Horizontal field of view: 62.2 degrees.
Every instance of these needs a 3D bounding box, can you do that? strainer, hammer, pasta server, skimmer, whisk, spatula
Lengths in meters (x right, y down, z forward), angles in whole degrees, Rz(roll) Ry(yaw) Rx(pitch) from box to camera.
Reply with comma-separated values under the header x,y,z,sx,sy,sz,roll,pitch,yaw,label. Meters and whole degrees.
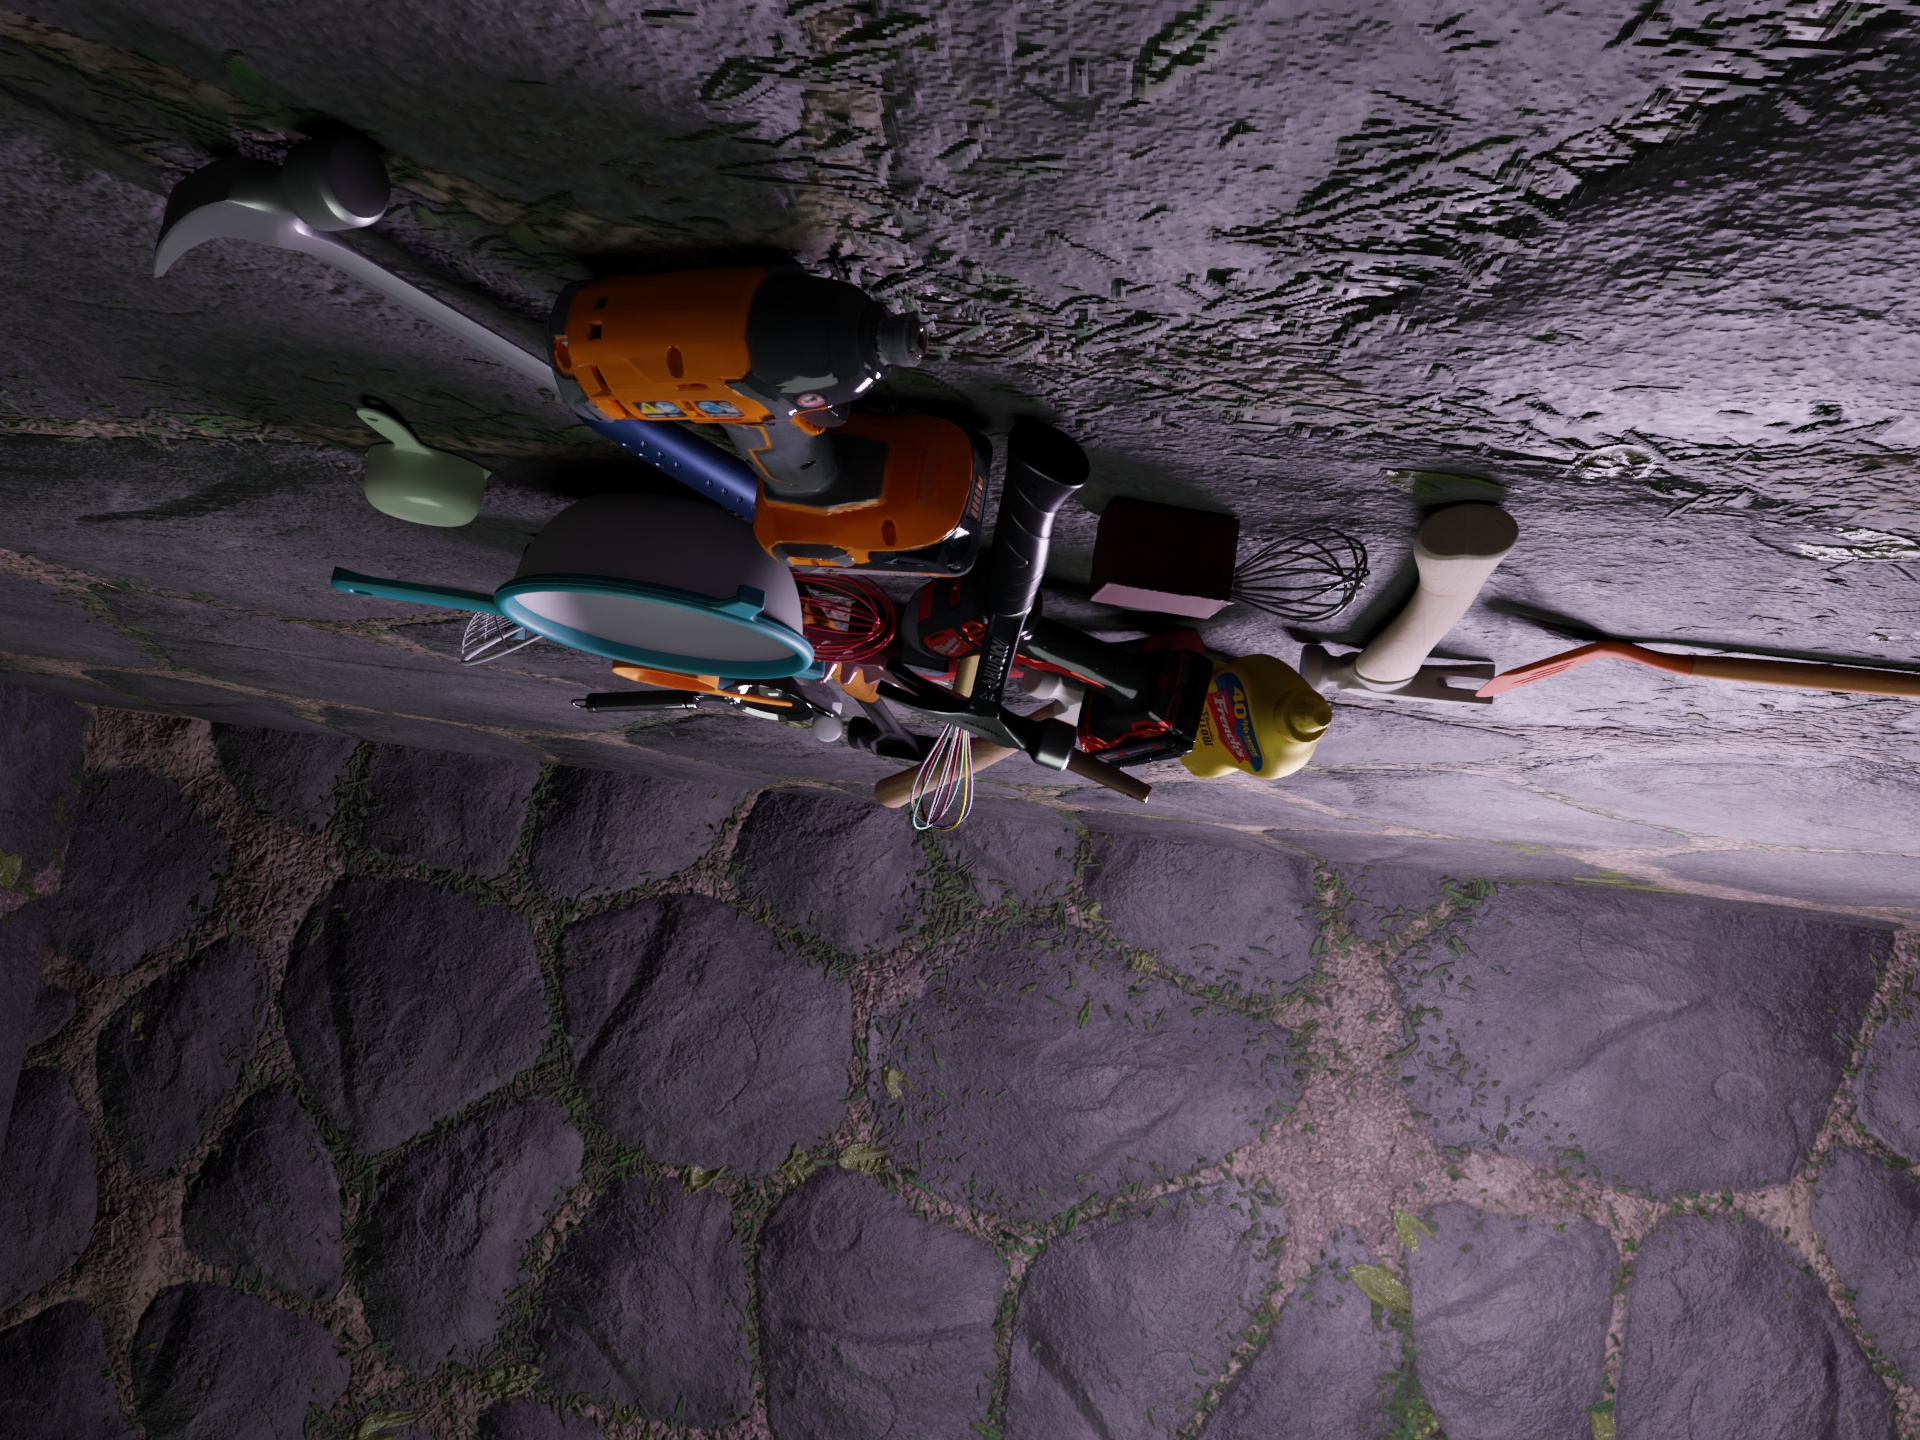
x,y,z,sx,sy,sz,roll,pitch,yaw,label
-0.237,-0.022,1.449,0.258,0.050,0.086,-2,157,14,strainer
0.025,-0.069,0.989,0.149,0.036,0.408,20,159,3,hammer
0.312,-0.065,1.036,0.146,0.038,0.410,5,171,8,hammer
-0.195,-0.163,0.785,0.144,0.035,0.405,3,168,30,hammer
-0.002,-0.004,1.210,0.316,0.040,0.060,25,166,15,pasta server
-0.258,-0.107,1.073,0.340,0.095,0.211,8,169,9,strainer
-0.087,-0.034,1.387,0.127,0.034,0.336,10,162,20,hammer
-0.266,-0.056,1.432,0.363,0.090,0.127,14,167,-39,skimmer
-0.276,-0.053,1.543,0.331,0.033,0.128,16,-163,-14,hammer
-0.007,0.004,1.318,0.051,0.244,0.047,-14,-133,-28,whisk
0.026,0.026,1.402,0.130,0.031,0.331,20,153,-29,hammer
0.166,-0.087,0.999,0.055,0.055,0.239,13,175,-31,whisk
0.060,-0.047,1.380,0.143,0.038,0.386,14,170,-43,hammer
-0.191,-0.098,1.196,0.296,0.073,0.073,12,172,9,whisk
0.523,-0.026,1.087,0.322,0.041,0.081,6,171,8,spatula

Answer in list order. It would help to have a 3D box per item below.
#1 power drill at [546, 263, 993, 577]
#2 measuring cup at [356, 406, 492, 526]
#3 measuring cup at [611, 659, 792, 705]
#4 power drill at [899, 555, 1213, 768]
x,y,z,sx,sy,sz,roll,pitch,yaw,label
-0.062,-0.137,0.741,0.164,0.084,0.226,4,167,22,power drill
-0.349,-0.156,0.997,0.083,0.038,0.167,8,174,-2,measuring cup
-0.209,-0.050,1.342,0.173,0.052,0.095,14,171,-41,measuring cup
0.063,-0.044,1.166,0.219,0.079,0.143,26,159,-25,power drill
